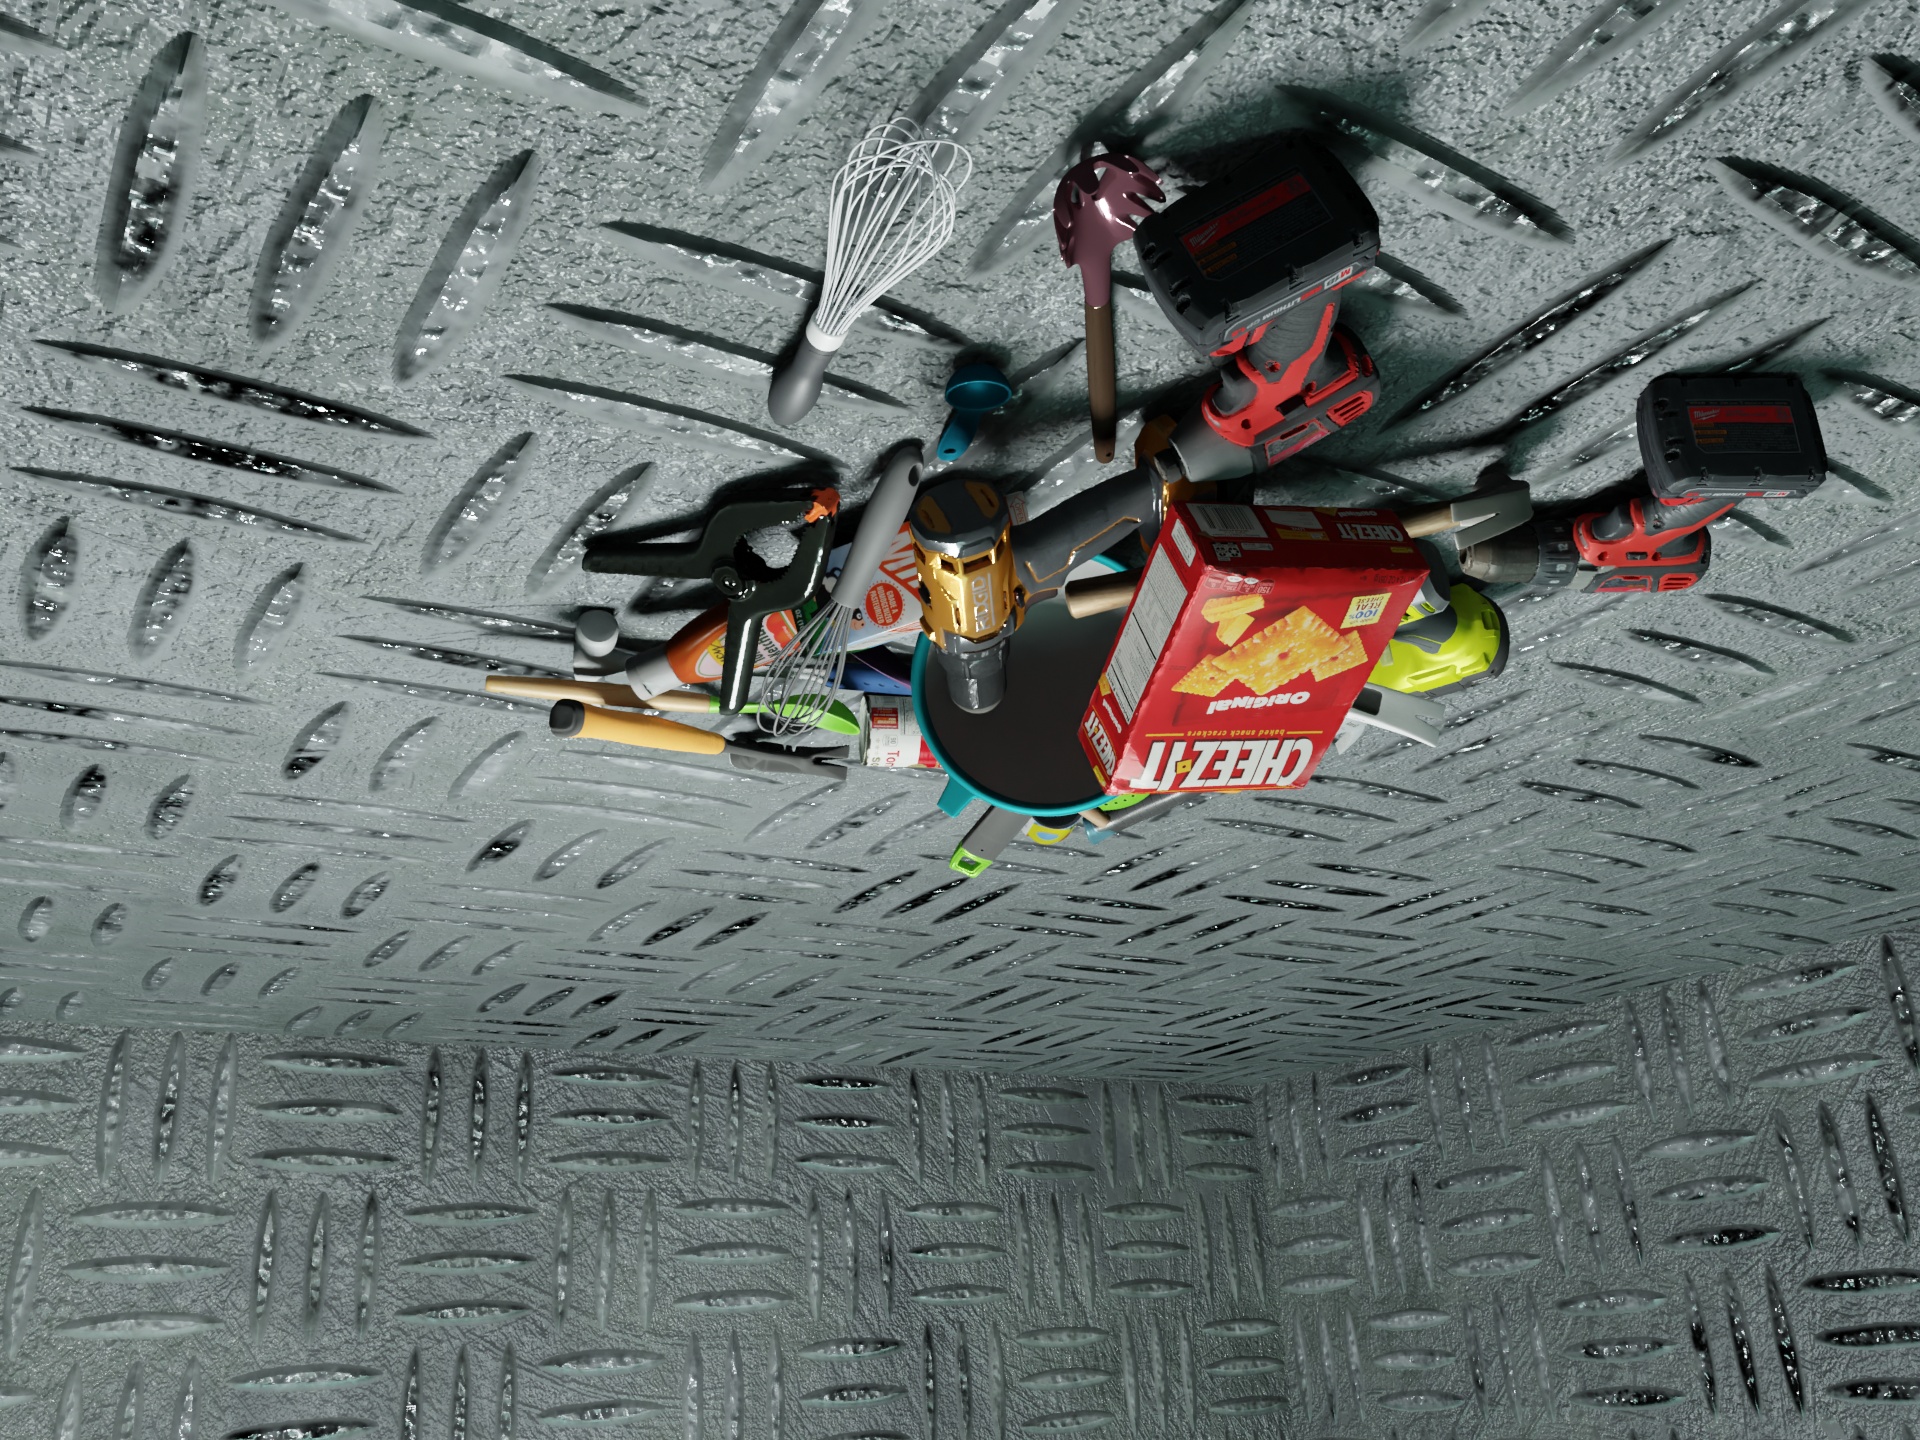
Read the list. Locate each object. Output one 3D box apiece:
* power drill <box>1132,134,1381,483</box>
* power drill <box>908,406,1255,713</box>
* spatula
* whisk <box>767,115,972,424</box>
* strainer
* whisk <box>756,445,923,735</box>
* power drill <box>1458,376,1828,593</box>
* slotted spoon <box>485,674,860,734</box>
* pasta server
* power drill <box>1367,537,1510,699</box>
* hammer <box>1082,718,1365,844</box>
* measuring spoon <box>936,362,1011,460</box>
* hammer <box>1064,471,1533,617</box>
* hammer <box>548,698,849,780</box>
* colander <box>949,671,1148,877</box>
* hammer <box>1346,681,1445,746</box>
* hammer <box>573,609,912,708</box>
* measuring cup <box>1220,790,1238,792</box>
[{"bbox_3d":[0.168,-0.213,0.906,0.143,0.079,0.219,-28,157,3],"label":"power drill"},{"bbox_3d":[0.079,-0.101,1.067,0.226,0.084,0.185,-21,140,-12],"label":"power drill"},{"bbox_3d":[-0.002,-0.004,1.288,0.315,0.060,0.018,36,110,-14],"label":"spatula"},{"bbox_3d":[-0.066,-0.236,0.890,0.070,0.070,0.284,5,161,-20],"label":"whisk"},{"bbox_3d":[0.135,-0.038,1.232,0.340,0.211,0.095,-7,174,10],"label":"strainer"},{"bbox_3d":[-0.084,-0.087,1.119,0.055,0.055,0.239,12,116,-34],"label":"whisk"},{"bbox_3d":[0.482,-0.155,1.145,0.188,0.080,0.226,-1,161,-5],"label":"power drill"},{"bbox_3d":[-0.237,-0.017,1.340,0.313,0.031,0.070,5,170,-16],"label":"slotted spoon"},{"bbox_3d":[0.085,-0.230,0.944,0.060,0.040,0.316,-26,159,-3],"label":"pasta server"},{"bbox_3d":[0.334,-0.074,1.281,0.171,0.080,0.223,-19,159,34],"label":"power drill"},{"bbox_3d":[0.259,0.053,1.615,0.331,0.033,0.128,-28,155,31],"label":"hammer"},{"bbox_3d":[0.002,-0.202,1.038,0.042,0.021,0.128,0,167,-12],"label":"measuring spoon"},{"bbox_3d":[0.237,-0.121,1.134,0.331,0.031,0.130,-12,-169,13],"label":"hammer"},{"bbox_3d":[-0.231,0.018,1.393,0.127,0.034,0.336,4,175,27],"label":"hammer"},{"bbox_3d":[0.083,0.056,1.404,0.204,0.095,0.397,25,135,-13],"label":"colander"},{"bbox_3d":[0.290,-0.009,1.379,0.146,0.035,0.335,15,176,-7],"label":"hammer"},{"bbox_3d":[-0.131,-0.039,1.386,0.405,0.035,0.144,3,157,-16],"label":"hammer"},{"bbox_3d":[0.194,0.032,1.556,0.173,0.052,0.095,12,154,-10],"label":"measuring cup"}]
